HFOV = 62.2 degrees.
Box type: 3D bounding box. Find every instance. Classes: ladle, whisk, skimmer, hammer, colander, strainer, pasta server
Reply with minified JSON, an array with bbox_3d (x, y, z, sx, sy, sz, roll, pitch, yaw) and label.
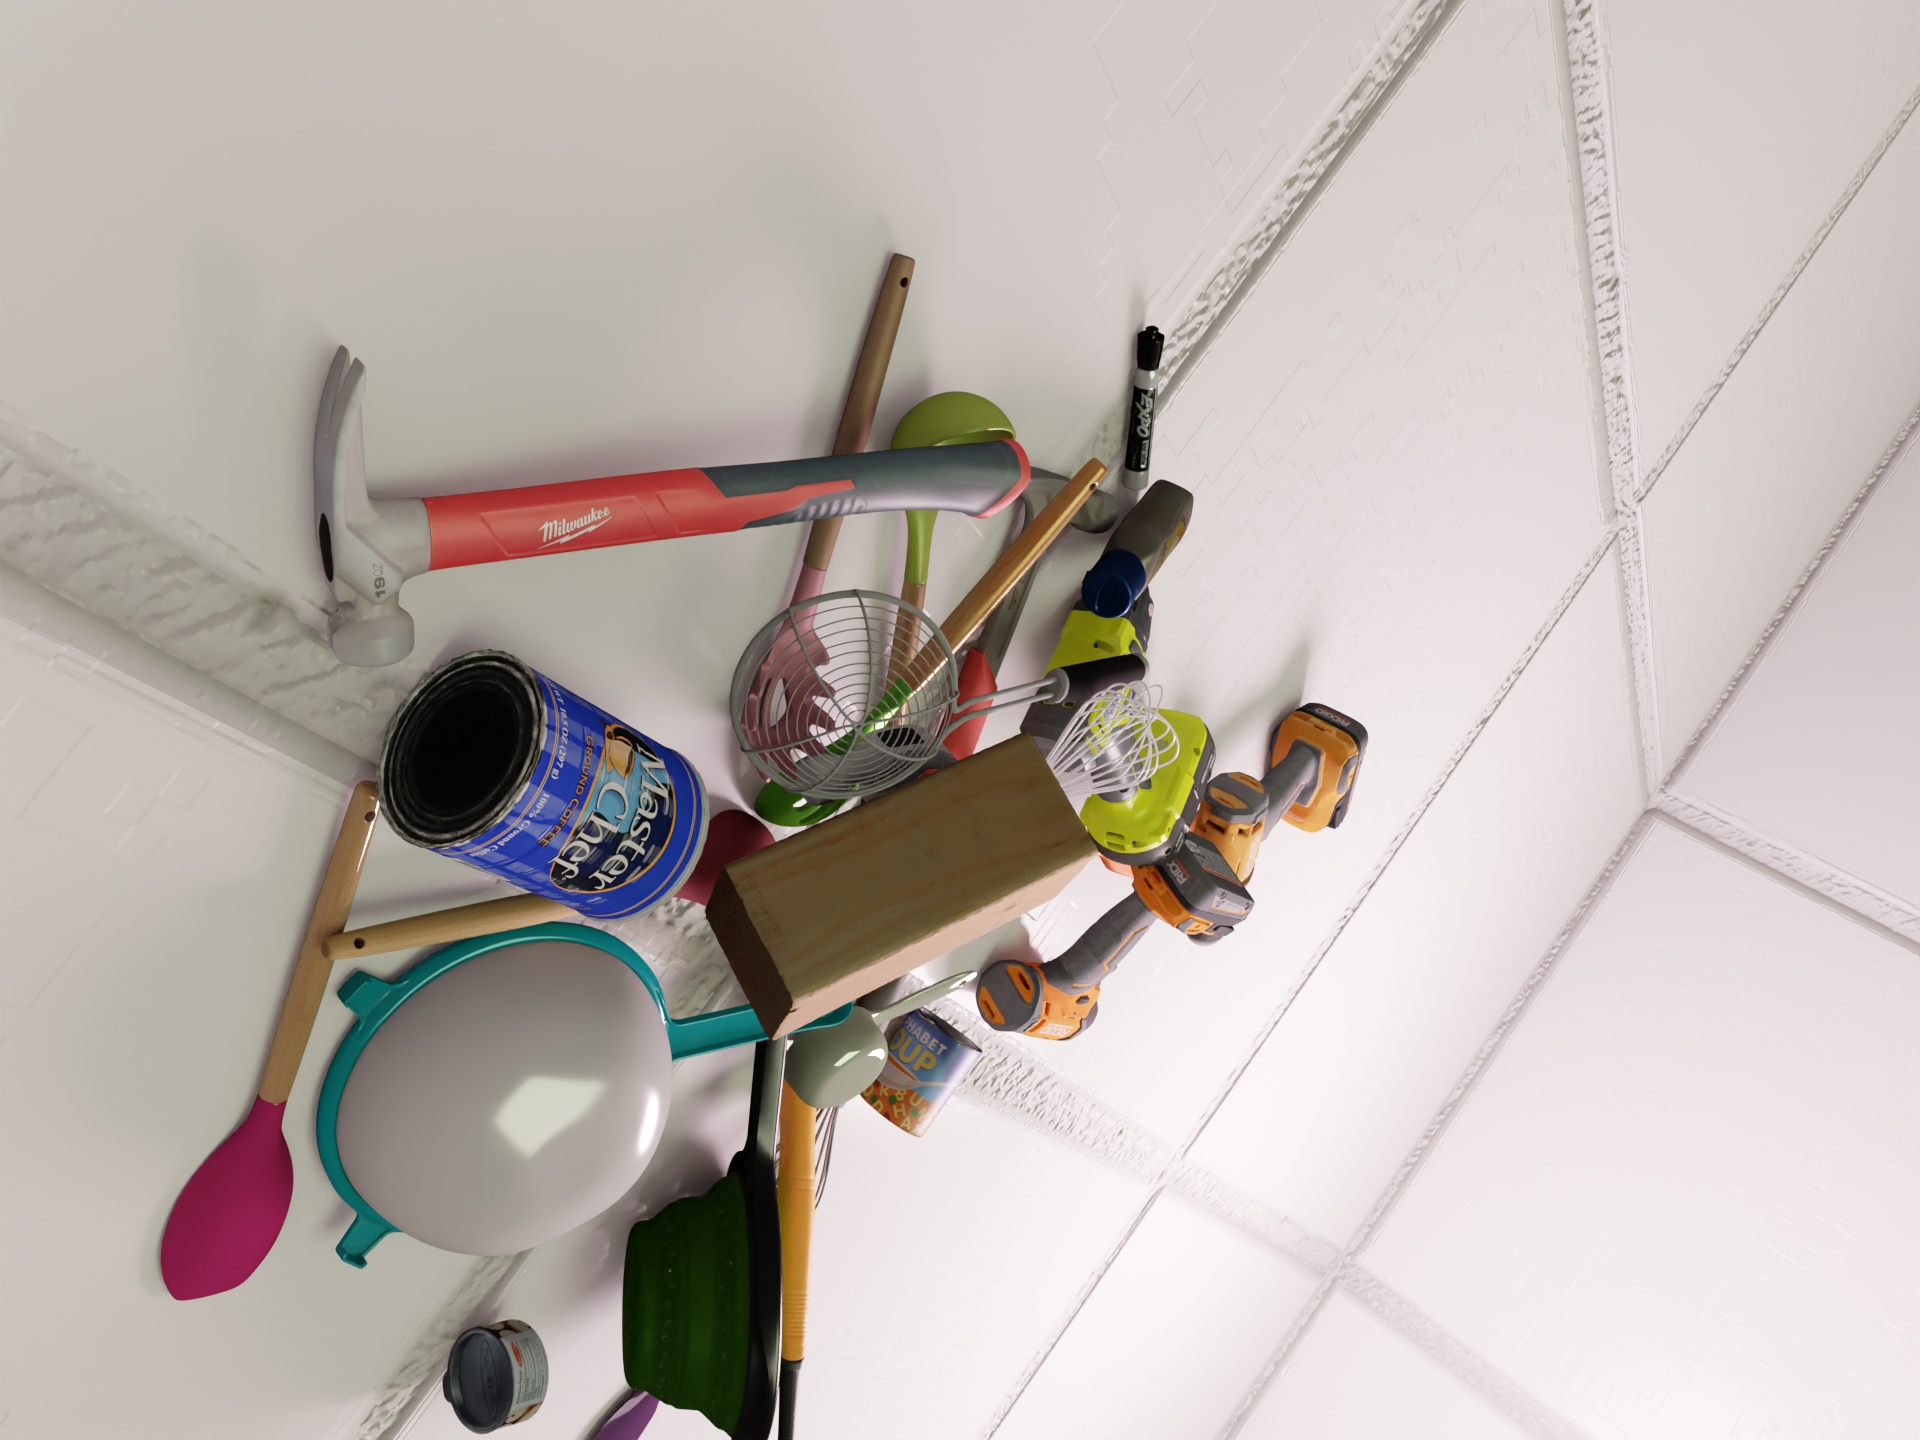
[{"bbox_3d":[-0.026,-0.062,1.017,0.078,0.062,0.320,-13,131,-32],"label":"ladle"},{"bbox_3d":[0.060,0.046,1.098,0.070,0.070,0.284,-31,175,-34],"label":"whisk"},{"bbox_3d":[0.007,-0.028,0.990,0.363,0.090,0.127,-14,128,-57],"label":"skimmer"},{"bbox_3d":[-0.073,0.131,1.085,0.128,0.033,0.330,-19,141,-34],"label":"hammer"},{"bbox_3d":[-0.118,0.414,1.117,0.034,0.337,0.127,6,158,-16],"label":"hammer"},{"bbox_3d":[-0.178,0.328,1.102,0.094,0.205,0.397,4,100,-16],"label":"colander"},{"bbox_3d":[-0.193,0.220,0.939,0.340,0.095,0.211,-7,118,-35],"label":"strainer"},{"bbox_3d":[-0.214,0.100,0.909,0.315,0.031,0.069,-8,87,-49],"label":"ladle"},{"bbox_3d":[-0.073,-0.113,0.929,0.060,0.040,0.316,1,115,-42],"label":"pasta server"},{"bbox_3d":[-0.122,-0.125,0.801,0.386,0.038,0.143,-13,126,-34],"label":"hammer"},{"bbox_3d":[-0.002,-0.004,1.110,0.149,0.037,0.359,1,116,-52],"label":"hammer"},{"bbox_3d":[-0.099,0.290,1.217,0.055,0.055,0.239,24,93,-56],"label":"whisk"}]

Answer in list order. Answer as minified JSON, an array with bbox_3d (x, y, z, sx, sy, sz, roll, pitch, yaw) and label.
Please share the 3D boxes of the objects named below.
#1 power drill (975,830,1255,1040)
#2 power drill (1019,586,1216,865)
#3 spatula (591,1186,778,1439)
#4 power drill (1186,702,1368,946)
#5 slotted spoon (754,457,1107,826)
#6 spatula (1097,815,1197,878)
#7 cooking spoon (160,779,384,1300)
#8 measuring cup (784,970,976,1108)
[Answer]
[{"bbox_3d":[0.137,0.194,1.367,0.226,0.084,0.164,-41,150,14],"label":"power drill"},{"bbox_3d":[0.128,0.000,1.229,0.171,0.080,0.223,-64,148,-24],"label":"power drill"},{"bbox_3d":[-0.213,0.481,1.251,0.316,0.018,0.059,-56,146,-1],"label":"spatula"},{"bbox_3d":[0.288,0.101,1.509,0.226,0.084,0.185,-33,141,-40],"label":"power drill"},{"bbox_3d":[-0.016,-0.042,0.999,0.313,0.031,0.070,-48,148,10],"label":"slotted spoon"},{"bbox_3d":[0.082,0.121,1.315,0.322,0.041,0.081,-8,124,-48],"label":"spatula"},{"bbox_3d":[-0.350,0.173,0.825,0.068,0.017,0.319,3,114,-51],"label":"cooking spoon"},{"bbox_3d":[-0.050,0.229,1.155,0.167,0.038,0.083,-22,143,-26],"label":"measuring cup"}]
